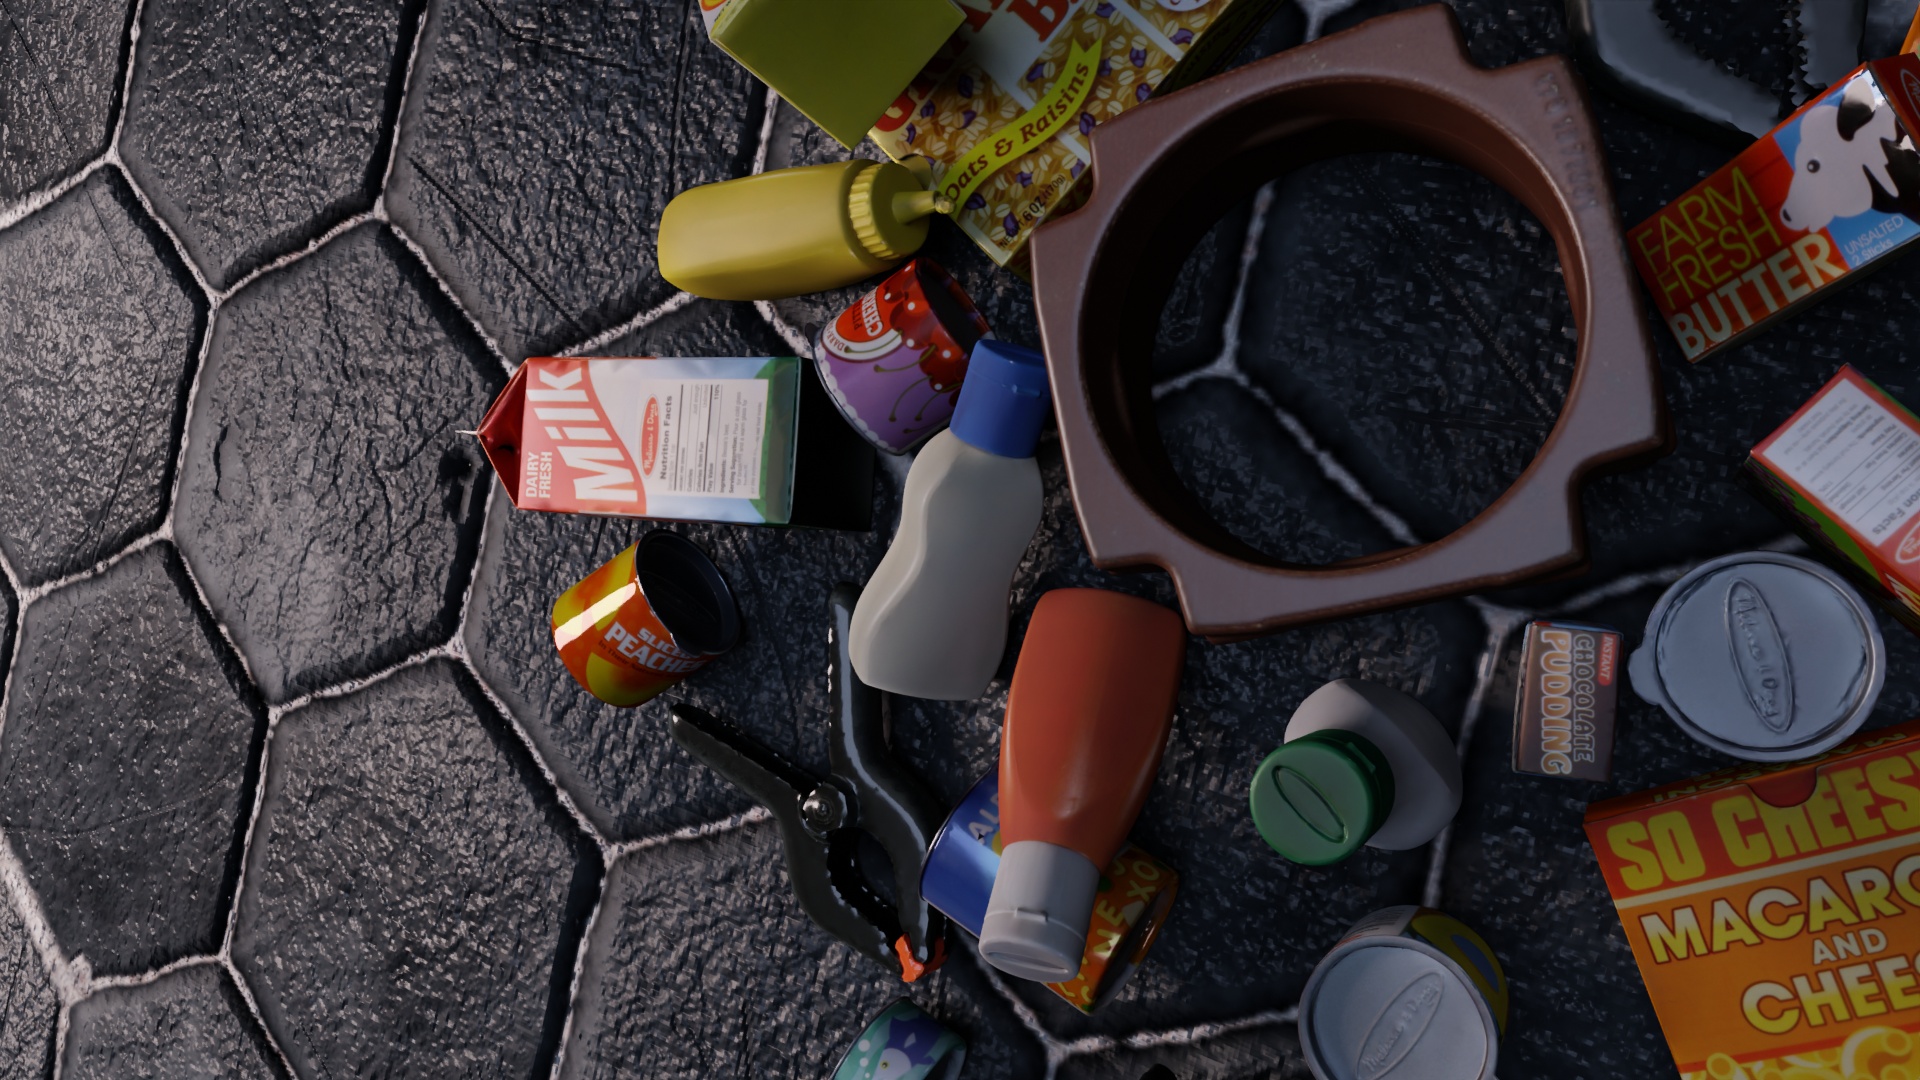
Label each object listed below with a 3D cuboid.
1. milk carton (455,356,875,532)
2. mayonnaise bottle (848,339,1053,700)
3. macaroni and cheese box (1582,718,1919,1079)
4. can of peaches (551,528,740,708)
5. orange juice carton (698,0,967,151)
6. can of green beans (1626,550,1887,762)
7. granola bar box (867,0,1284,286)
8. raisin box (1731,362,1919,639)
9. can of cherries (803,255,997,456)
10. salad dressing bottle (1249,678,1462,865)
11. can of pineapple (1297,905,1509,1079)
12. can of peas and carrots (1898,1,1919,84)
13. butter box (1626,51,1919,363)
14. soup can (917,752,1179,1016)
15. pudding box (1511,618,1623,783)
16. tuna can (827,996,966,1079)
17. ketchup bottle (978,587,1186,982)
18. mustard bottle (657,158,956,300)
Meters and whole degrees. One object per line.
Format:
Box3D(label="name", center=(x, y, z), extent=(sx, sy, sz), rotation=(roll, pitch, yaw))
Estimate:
Box3D(label="milk carton", center=(-0.139, -0.045, 0.647), extent=(0.190, 0.072, 0.073), rotation=(3, 89, 25))
Box3D(label="mayonnaise bottle", center=(0.002, -0.007, 0.569), extent=(0.041, 0.065, 0.147), rotation=(-125, 50, -61))
Box3D(label="macaroni and cheese box", center=(0.293, 0.152, 0.445), extent=(0.123, 0.040, 0.166), rotation=(-22, 78, 22))
Box3D(label="can of peaches", center=(-0.146, 0.039, 0.647), extent=(0.058, 0.071, 0.071), rotation=(-32, 74, 22))
Box3D(label="orange juice carton", center=(-0.066, -0.248, 0.596), extent=(0.071, 0.073, 0.193), rotation=(-45, 34, 18))
Box3D(label="can of green beans", center=(0.261, 0.037, 0.457), extent=(0.071, 0.058, 0.071), rotation=(-1, 87, 26))
Box3D(label="granola bar box", center=(0.039, -0.212, 0.588), extent=(0.165, 0.039, 0.124), rotation=(-48, 69, 16))
Box3D(label="raisin box", center=(0.302, 0.006, 0.424), extent=(0.040, 0.086, 0.123), rotation=(-48, 69, 14))
Box3D(label="can of cherries", center=(-0.022, -0.080, 0.593), extent=(0.058, 0.071, 0.071), rotation=(-32, 74, 21))
Box3D(label="salad dressing bottle", center=(0.133, 0.078, 0.466), extent=(0.044, 0.148, 0.064), rotation=(-48, 69, 16))
Box3D(label="can of pineapple", center=(0.161, 0.170, 0.498), extent=(0.071, 0.058, 0.071), rotation=(-1, 87, 26))
Box3D(label="can of peas and carrots", center=(0.324, -0.143, 0.434), extent=(0.059, 0.071, 0.071), rotation=(22, 97, 26))
Box3D(label="butter box", center=(0.267, -0.103, 0.446), extent=(0.053, 0.024, 0.103), rotation=(68, 157, 12))
Box3D(label="soup can", center=(0.036, 0.136, 0.554), extent=(0.084, 0.071, 0.071), rotation=(29, 100, 23))
Box3D(label="pudding box", center=(0.205, 0.052, 0.469), extent=(0.030, 0.084, 0.049), rotation=(5, 89, 23))
Box3D(label="tuna can", center=(-0.030, 0.229, 0.579), extent=(0.033, 0.071, 0.071), rotation=(28, 100, 23))
Box3D(label="ketchup bottle", center=(0.042, 0.088, 0.523), extent=(0.065, 0.043, 0.149), rotation=(9, 53, 14))
Box3D(label="mustard bottle", center=(-0.062, -0.137, 0.606), extent=(0.160, 0.065, 0.049), rotation=(-1, 86, 38))
